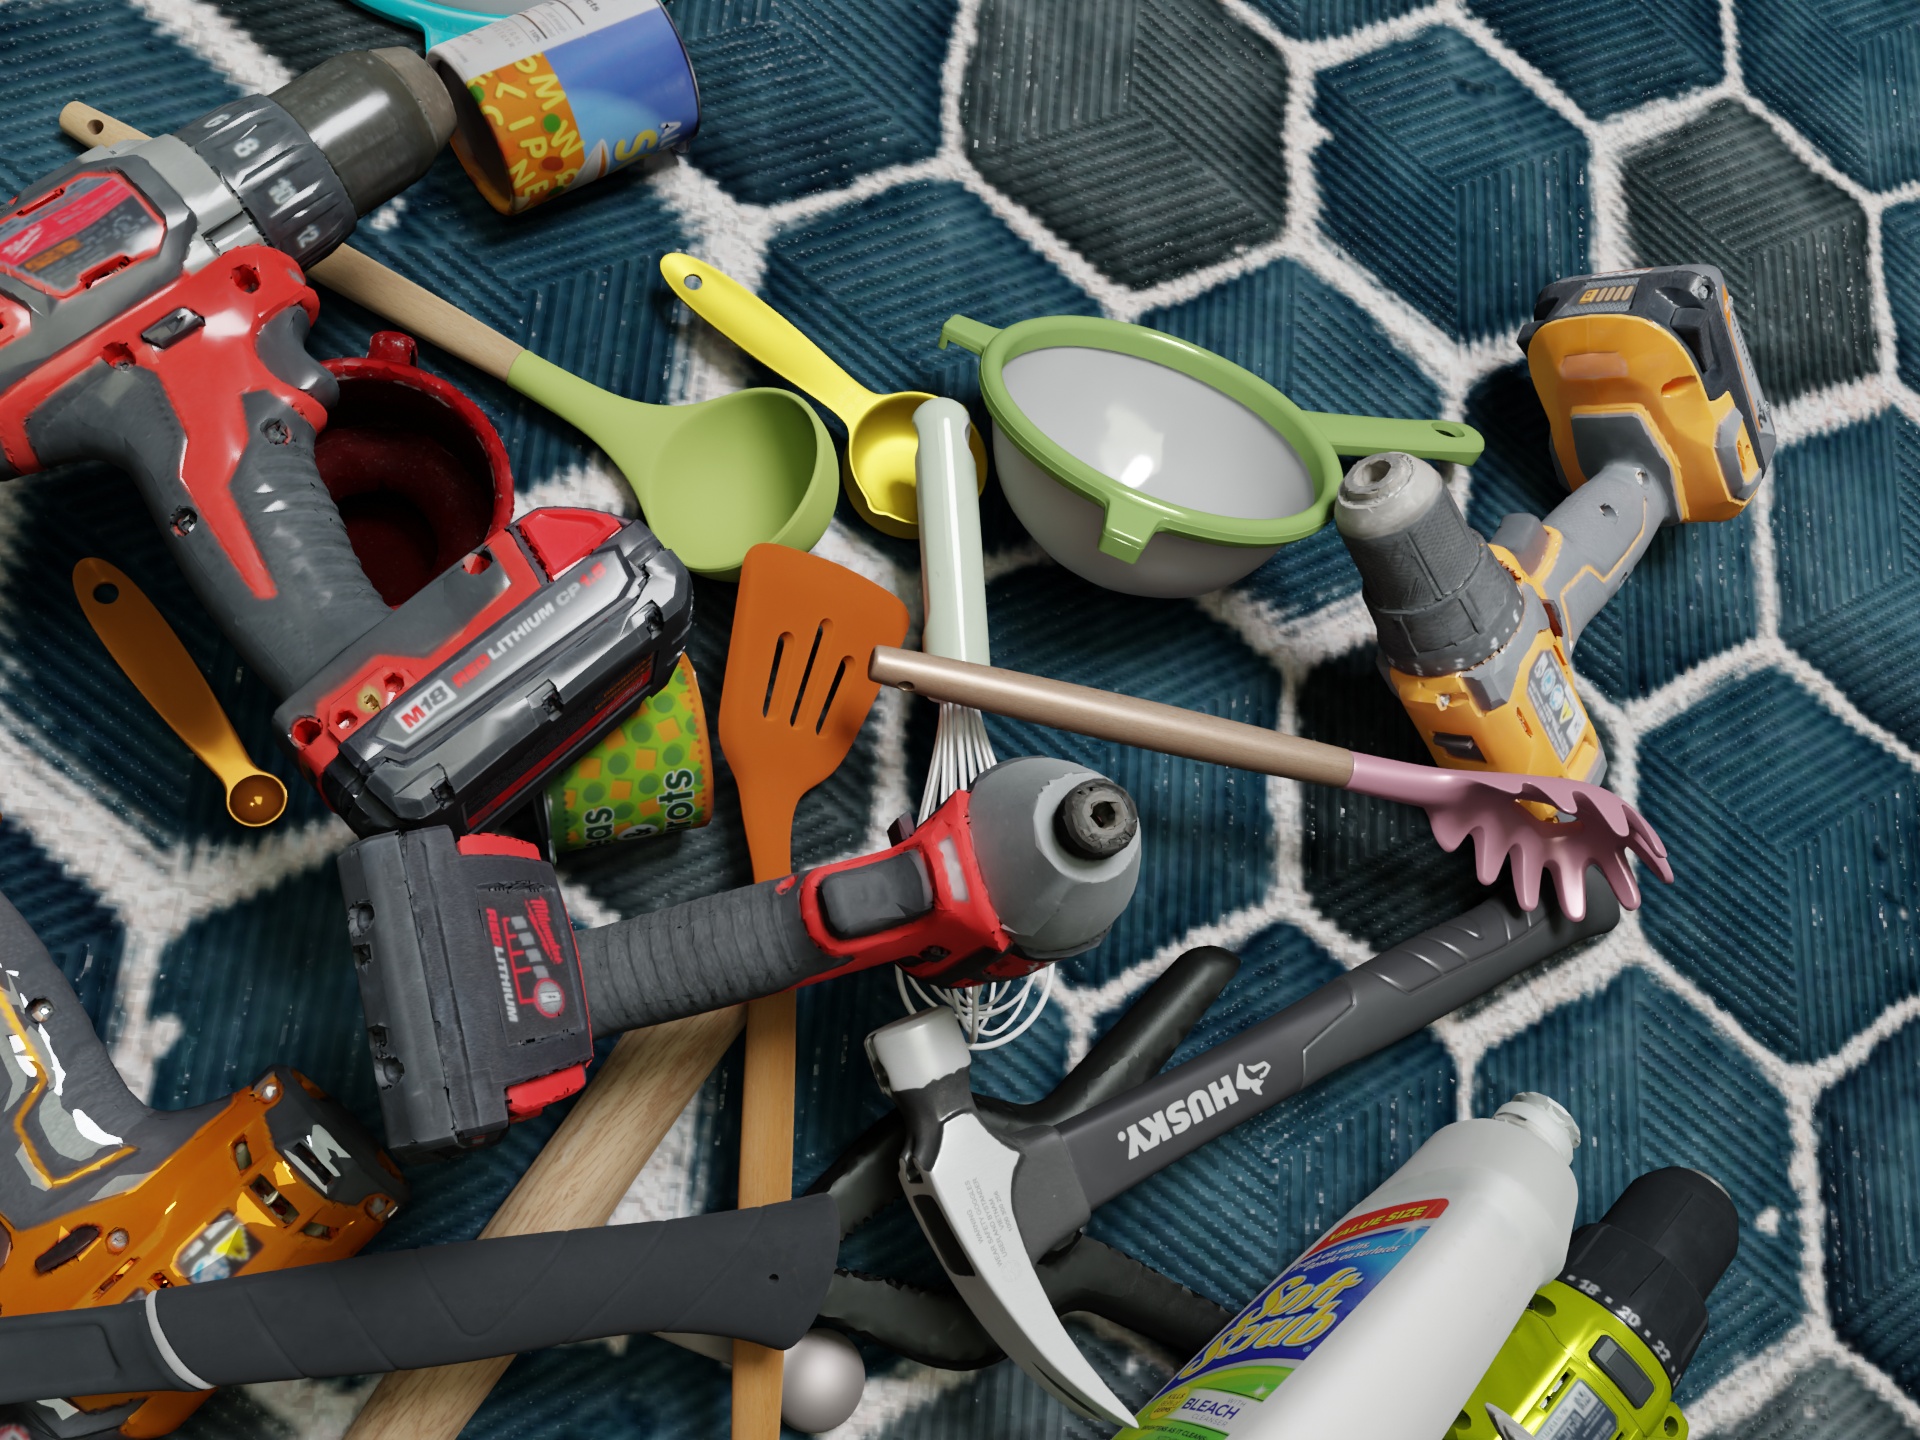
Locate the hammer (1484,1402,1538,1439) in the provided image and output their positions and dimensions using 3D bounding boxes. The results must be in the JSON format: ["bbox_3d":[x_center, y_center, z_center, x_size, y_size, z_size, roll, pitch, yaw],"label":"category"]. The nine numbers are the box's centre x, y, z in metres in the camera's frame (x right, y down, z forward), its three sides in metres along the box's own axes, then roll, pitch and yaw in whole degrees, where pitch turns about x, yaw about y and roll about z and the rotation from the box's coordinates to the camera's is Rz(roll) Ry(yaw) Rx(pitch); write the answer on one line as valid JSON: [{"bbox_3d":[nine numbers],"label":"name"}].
[{"bbox_3d":[0.071,0.370,0.473,0.359,0.036,0.149,-35,84,-3],"label":"hammer"}]

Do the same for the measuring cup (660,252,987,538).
[{"bbox_3d":[-0.058,-0.131,0.638,0.156,0.029,0.062,38,69,-1],"label":"measuring cup"}]

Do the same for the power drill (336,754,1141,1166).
[{"bbox_3d":[-0.055,0.060,0.457,0.219,0.143,0.079,-11,77,-21],"label":"power drill"}]

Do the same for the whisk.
[{"bbox_3d":[-0.001,-0.002,0.595,0.059,0.057,0.246,-5,82,6],"label":"whisk"}]

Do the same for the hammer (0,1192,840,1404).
[{"bbox_3d":[-0.234,0.165,0.433,0.408,0.036,0.149,-1,84,-17],"label":"hammer"}]

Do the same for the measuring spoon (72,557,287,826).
[{"bbox_3d":[-0.273,-0.010,0.555,0.021,0.011,0.117,-36,84,-22],"label":"measuring spoon"}]

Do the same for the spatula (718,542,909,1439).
[{"bbox_3d":[-0.059,0.097,0.541,0.081,0.041,0.323,21,60,-43],"label":"spatula"}]

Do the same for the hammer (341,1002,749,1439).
[{"bbox_3d":[-0.172,0.214,0.511,0.130,0.031,0.331,36,69,-5],"label":"hammer"}]

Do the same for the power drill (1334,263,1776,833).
[{"bbox_3d":[0.240,-0.090,0.651,0.226,0.084,0.185,-54,126,-20],"label":"power drill"}]

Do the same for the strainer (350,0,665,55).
[{"bbox_3d":[-0.145,-0.426,0.654,0.340,0.095,0.211,-41,89,-20],"label":"strainer"}]

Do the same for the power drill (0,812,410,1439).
[{"bbox_3d":[-0.304,0.123,0.473,0.226,0.084,0.164,46,71,-4],"label":"power drill"}]

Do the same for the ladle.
[{"bbox_3d":[-0.190,-0.149,0.590,0.320,0.062,0.078,29,81,-4],"label":"ladle"}]

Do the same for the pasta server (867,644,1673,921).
[{"bbox_3d":[0.118,0.019,0.588,0.316,0.060,0.040,13,53,-13],"label":"pasta server"}]

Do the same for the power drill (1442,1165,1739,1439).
[{"bbox_3d":[0.265,0.292,0.553,0.190,0.080,0.228,-40,84,-22],"label":"power drill"}]

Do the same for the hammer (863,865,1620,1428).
[{"bbox_3d":[0.132,0.124,0.591,0.334,0.035,0.146,-19,84,-30],"label":"hammer"}]

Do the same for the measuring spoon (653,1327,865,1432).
[{"bbox_3d":[-0.080,0.204,0.529,0.124,0.018,0.034,36,66,-22],"label":"measuring spoon"}]

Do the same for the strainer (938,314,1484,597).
[{"bbox_3d":[0.115,-0.099,0.662,0.256,0.069,0.152,-4,44,-32],"label":"strainer"}]

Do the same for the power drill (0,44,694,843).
[{"bbox_3d":[-0.179,-0.089,0.479,0.227,0.080,0.188,46,69,3],"label":"power drill"}]
